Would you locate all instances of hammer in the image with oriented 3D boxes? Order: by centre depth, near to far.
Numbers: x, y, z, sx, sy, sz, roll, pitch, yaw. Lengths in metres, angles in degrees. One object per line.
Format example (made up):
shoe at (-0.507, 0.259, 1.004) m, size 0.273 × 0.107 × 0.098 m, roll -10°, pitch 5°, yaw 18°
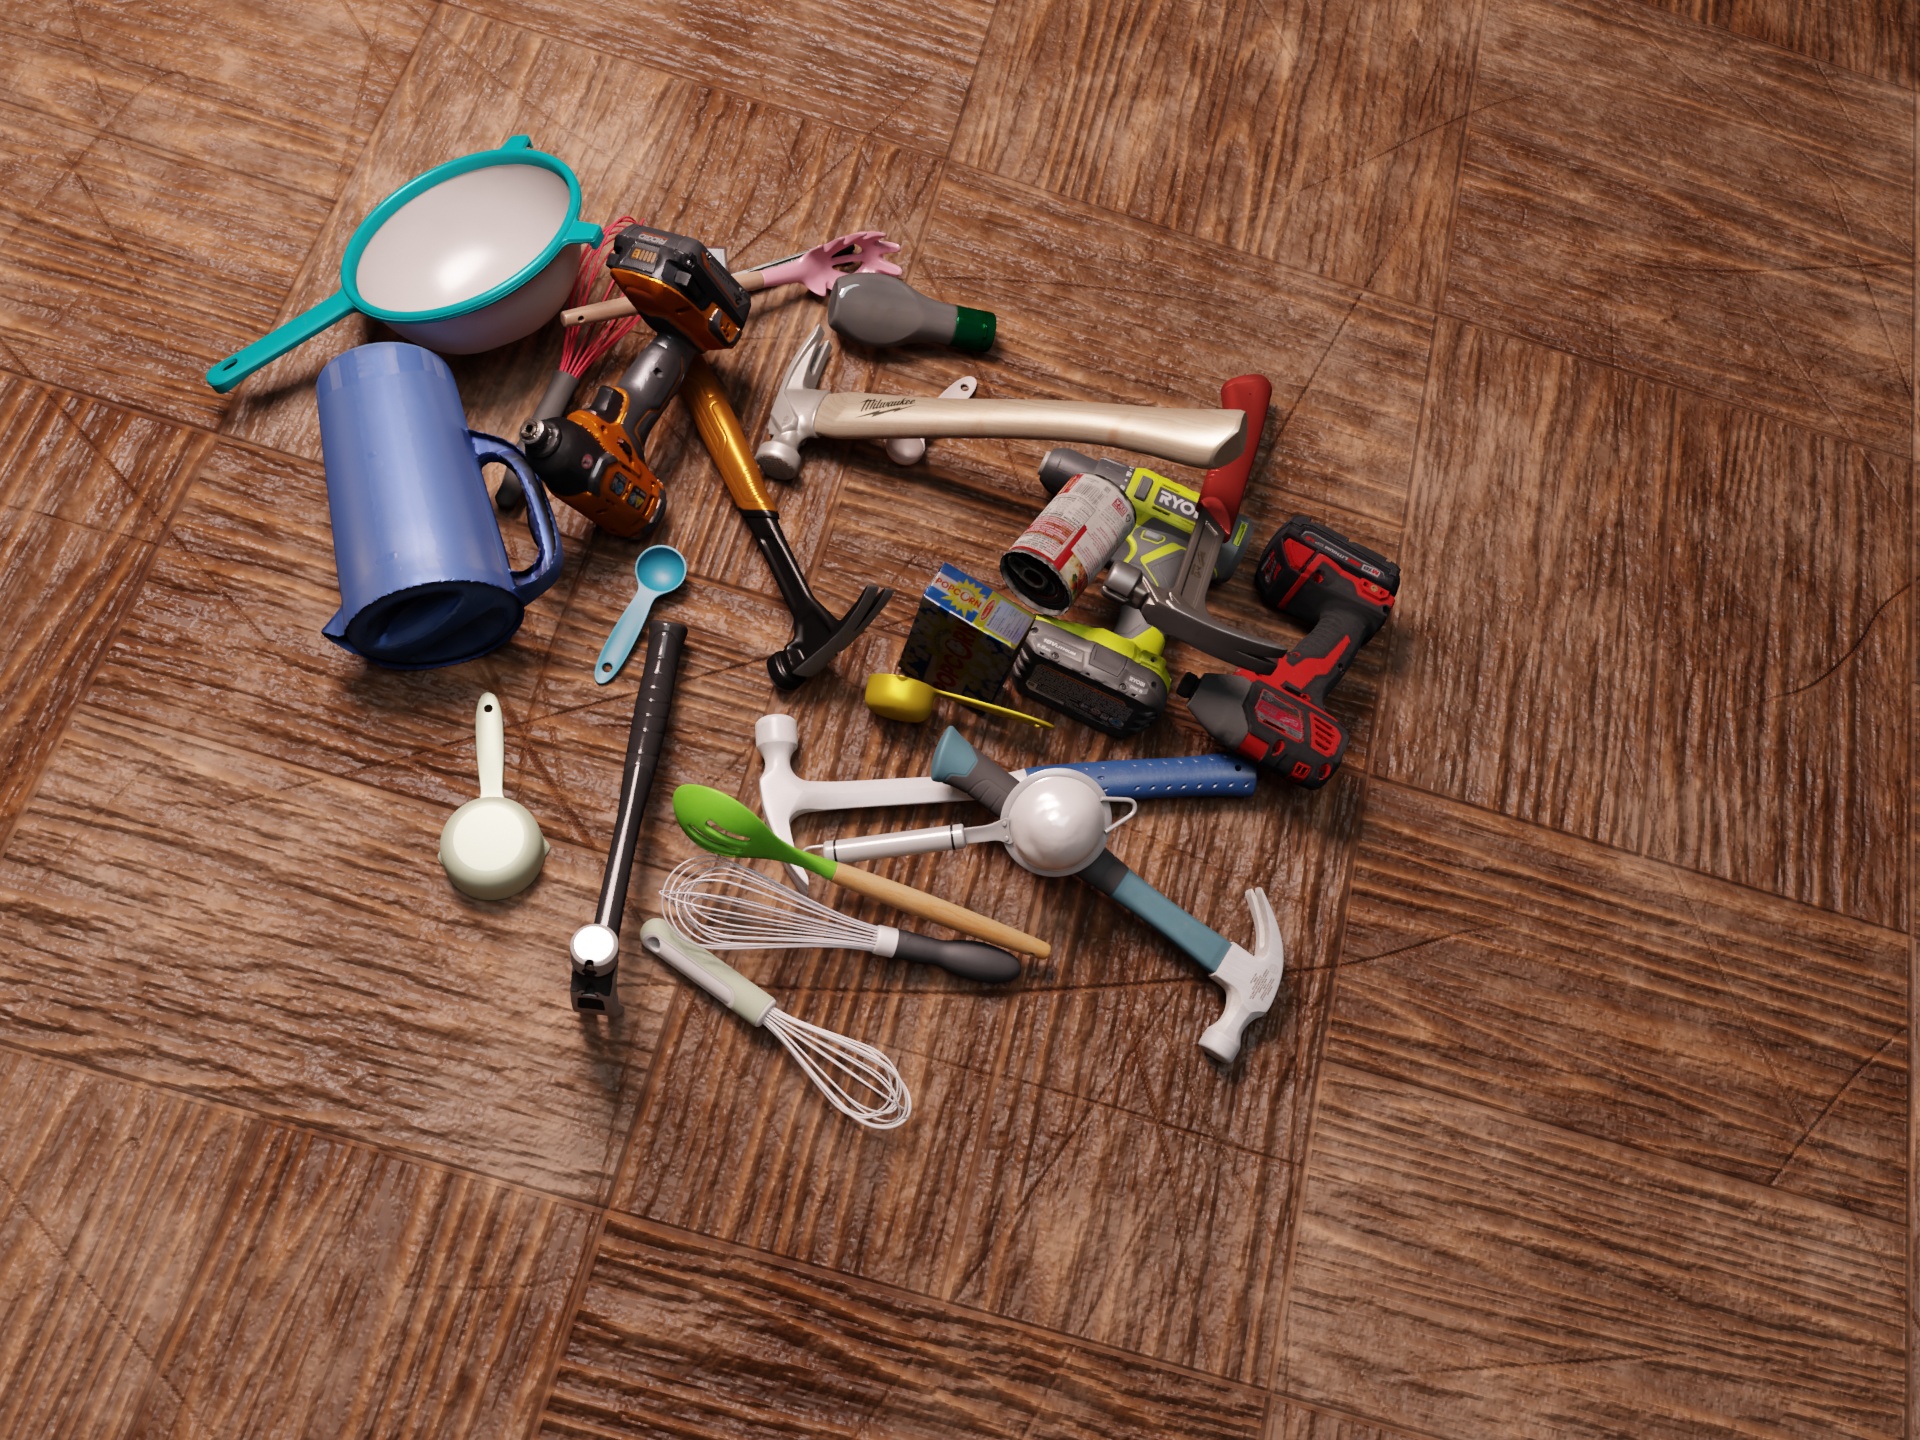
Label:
hammer at (-0.247, 0.063, 1.201) m, size 0.035 × 0.146 × 0.335 m, roll 9°, pitch 56°, yaw -6°
hammer at (0.112, 0.119, 1.242) m, size 0.331 × 0.033 × 0.128 m, roll 37°, pitch 74°, yaw -2°
hammer at (0.042, 0.058, 1.282) m, size 0.405 × 0.035 × 0.144 m, roll -3°, pitch 69°, yaw -10°
hammer at (0.033, -0.256, 1.311) m, size 0.411 × 0.038 × 0.146 m, roll 7°, pitch 65°, yaw 22°
hammer at (-0.172, -0.196, 1.321) m, size 0.034 × 0.127 × 0.337 m, roll 3°, pitch 53°, yaw -54°
hammer at (0.228, -0.184, 1.339) m, size 0.149 × 0.036 × 0.359 m, roll 25°, pitch 45°, yaw 0°

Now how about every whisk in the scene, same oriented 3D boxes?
whisk at (-0.139, 0.223, 1.182) m, size 0.246 × 0.057 × 0.059 m, roll 34°, pitch 35°, yaw 9°
whisk at (-0.088, 0.161, 1.205) m, size 0.284 × 0.070 × 0.070 m, roll 14°, pitch 67°, yaw -11°
whisk at (-0.328, -0.307, 1.357) m, size 0.073 × 0.073 × 0.296 m, roll 21°, pitch 72°, yaw -1°

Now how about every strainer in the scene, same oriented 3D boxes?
strainer at (0.006, 0.089, 1.201) m, size 0.258 × 0.050 × 0.087 m, roll -8°, pitch 105°, yaw 4°
strainer at (-0.454, -0.343, 1.330) m, size 0.340 × 0.095 × 0.211 m, roll -33°, pitch 53°, yaw -7°

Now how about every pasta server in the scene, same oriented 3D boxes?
pasta server at (-0.194, -0.377, 1.383) m, size 0.316 × 0.060 × 0.040 m, roll -21°, pitch 36°, yaw -28°

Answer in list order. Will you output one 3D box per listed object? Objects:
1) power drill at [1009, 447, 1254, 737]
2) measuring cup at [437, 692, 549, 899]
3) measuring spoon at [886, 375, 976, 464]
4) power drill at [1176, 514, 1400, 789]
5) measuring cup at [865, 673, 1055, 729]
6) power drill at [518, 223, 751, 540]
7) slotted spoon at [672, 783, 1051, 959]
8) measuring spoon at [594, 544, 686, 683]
power drill at (0.126, -0.119, 1.346) m, size 0.190 × 0.080 × 0.229 m, roll 25°, pitch 64°, yaw 1°
measuring cup at (-0.360, 0.052, 1.215) m, size 0.083 × 0.038 × 0.168 m, roll -4°, pitch 71°, yaw -11°
measuring spoon at (-0.024, -0.266, 1.415) m, size 0.034 × 0.018 × 0.124 m, roll 37°, pitch 61°, yaw 6°
power drill at (0.274, -0.058, 1.329) m, size 0.143 × 0.078 × 0.220 m, roll 27°, pitch 59°, yaw 2°
measuring cup at (-0.002, -0.004, 1.284) m, size 0.156 × 0.062 × 0.029 m, roll 15°, pitch 79°, yaw 1°
power drill at (-0.264, -0.272, 1.264) m, size 0.084 × 0.164 × 0.226 m, roll 20°, pitch 84°, yaw 22°
slotted spoon at (-0.071, 0.122, 1.193) m, size 0.313 × 0.070 × 0.031 m, roll 23°, pitch 53°, yaw -15°
measuring spoon at (-0.265, -0.084, 1.302) m, size 0.042 × 0.021 × 0.129 m, roll 26°, pitch 76°, yaw 2°
